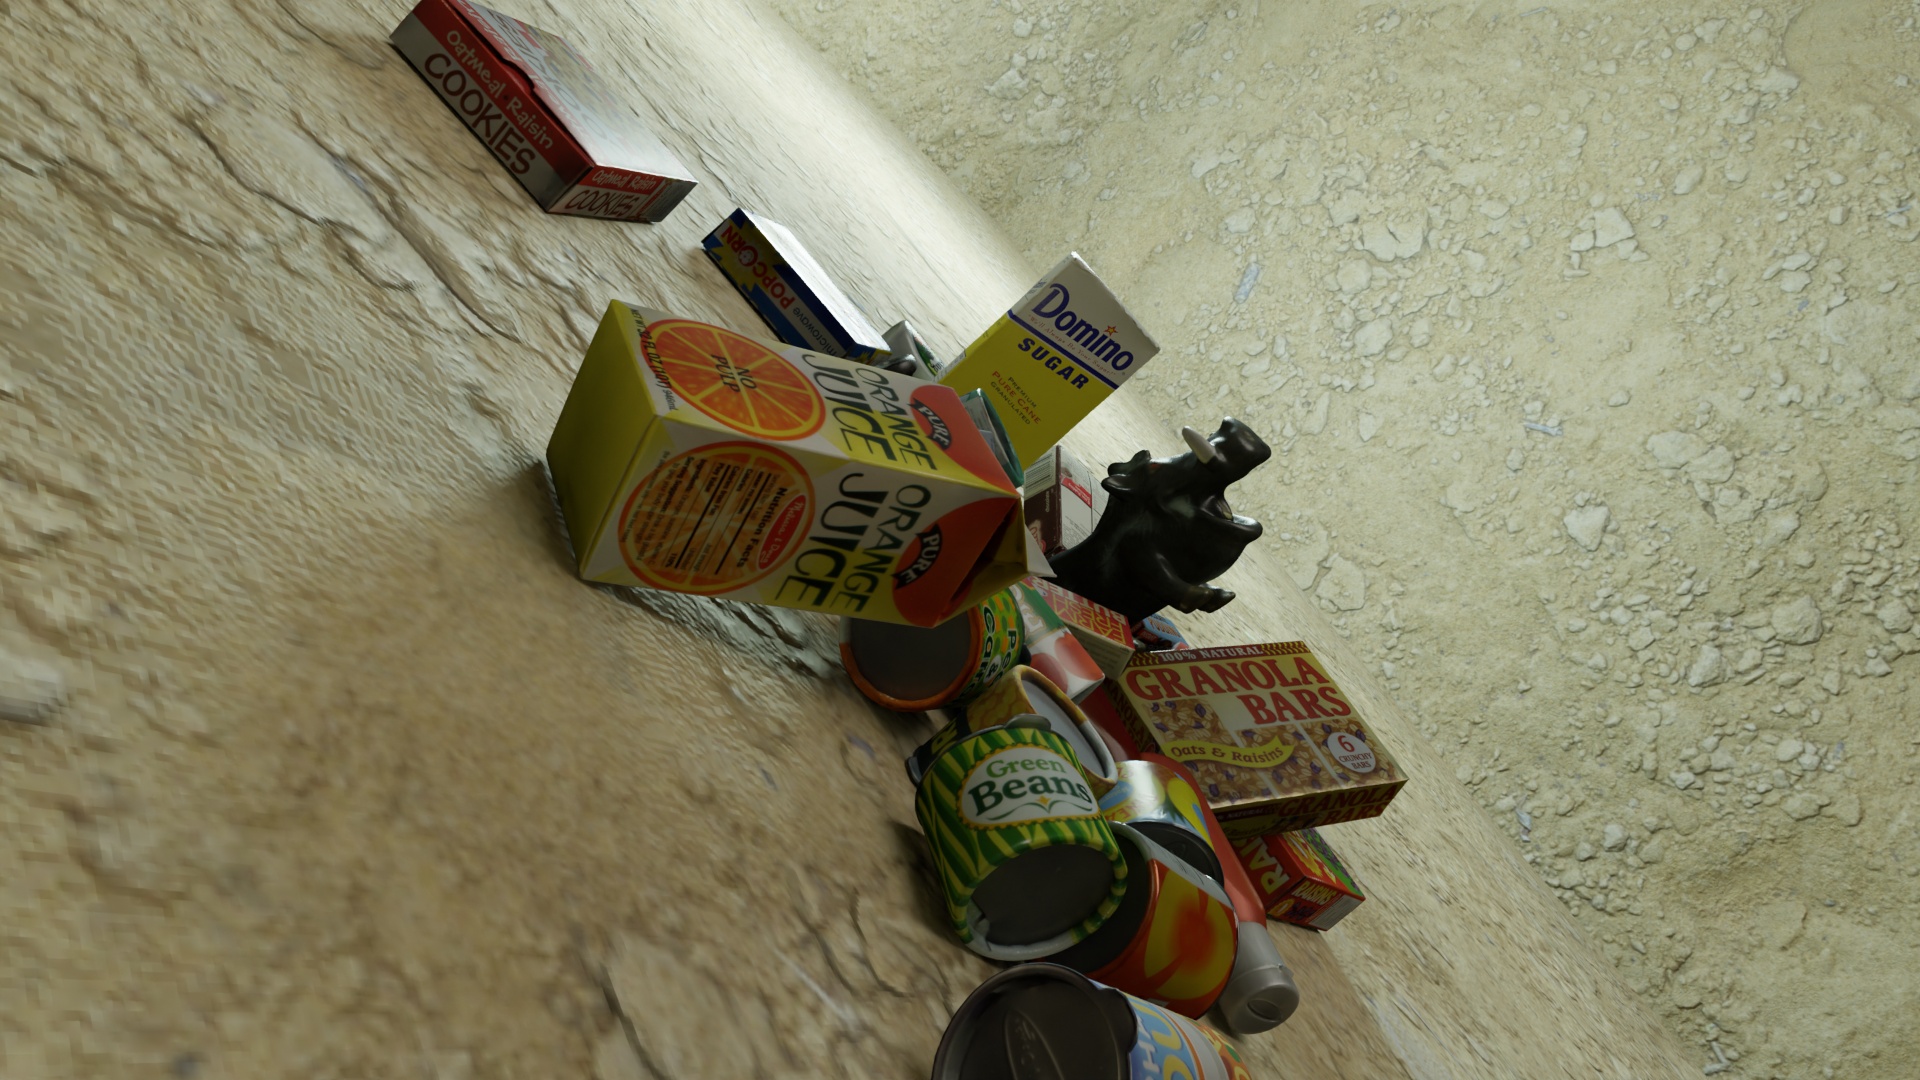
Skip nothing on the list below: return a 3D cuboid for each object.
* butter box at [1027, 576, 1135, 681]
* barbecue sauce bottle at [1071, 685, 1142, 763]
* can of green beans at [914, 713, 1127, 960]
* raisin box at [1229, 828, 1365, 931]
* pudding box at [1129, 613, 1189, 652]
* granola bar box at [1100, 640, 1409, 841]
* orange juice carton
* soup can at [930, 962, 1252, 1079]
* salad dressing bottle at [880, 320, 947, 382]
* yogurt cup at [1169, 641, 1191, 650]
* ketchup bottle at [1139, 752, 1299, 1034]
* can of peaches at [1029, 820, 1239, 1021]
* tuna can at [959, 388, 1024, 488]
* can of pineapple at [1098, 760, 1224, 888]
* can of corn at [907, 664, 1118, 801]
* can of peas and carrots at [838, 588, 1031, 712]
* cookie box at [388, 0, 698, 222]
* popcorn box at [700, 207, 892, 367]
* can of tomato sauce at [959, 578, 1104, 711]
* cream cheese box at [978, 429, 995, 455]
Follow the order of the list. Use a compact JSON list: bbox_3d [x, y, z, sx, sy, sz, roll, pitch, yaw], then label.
[{"bbox_3d":[0.051,0.044,0.820,0.103,0.024,0.053,24,18,-9],"label":"butter box"},{"bbox_3d":[0.063,0.103,0.717,0.065,0.043,0.149,34,20,-43],"label":"barbecue sauce bottle"},{"bbox_3d":[0.022,0.111,0.513,0.071,0.071,0.058,38,16,-36],"label":"can of green beans"},{"bbox_3d":[0.203,0.200,0.891,0.123,0.040,0.086,32,21,-53],"label":"raisin box"},{"bbox_3d":[0.121,0.072,0.976,0.083,0.049,0.030,27,25,-57],"label":"pudding box"},{"bbox_3d":[0.175,0.122,0.857,0.166,0.038,0.125,-1,42,-30],"label":"granola bar box"},{"bbox_3d":[-0.049,-0.022,0.529,0.193,0.072,0.072,10,34,-36],"label":"orange juice carton"},{"bbox_3d":[0.044,0.167,0.414,0.083,0.071,0.071,35,18,-43],"label":"soup can"},{"bbox_3d":[-0.010,-0.103,1.076,0.147,0.044,0.064,46,13,-17],"label":"salad dressing bottle"},{"bbox_3d":[0.153,0.107,0.950,0.054,0.072,0.072,41,12,7],"label":"yogurt cup"},{"bbox_3d":[0.122,0.174,0.698,0.064,0.043,0.149,38,17,-34],"label":"ketchup bottle"},{"bbox_3d":[0.064,0.152,0.539,0.058,0.071,0.071,39,16,-35],"label":"can of peaches"},{"bbox_3d":[0.012,-0.056,0.849,0.071,0.033,0.071,62,10,-19],"label":"tuna can"},{"bbox_3d":[0.078,0.137,0.614,0.071,0.071,0.058,45,12,-13],"label":"can of pineapple"},{"bbox_3d":[0.022,0.093,0.583,0.071,0.058,0.071,45,13,-13],"label":"can of corn"},{"bbox_3d":[-0.010,0.042,0.607,0.071,0.071,0.059,52,14,16],"label":"can of peas and carrots"},{"bbox_3d":[-0.229,-0.242,0.791,0.123,0.040,0.168,47,13,-2],"label":"cookie box"},{"bbox_3d":[-0.109,-0.165,0.951,0.127,0.038,0.085,49,14,7],"label":"popcorn box"},{"bbox_3d":[0.019,0.053,0.669,0.083,0.071,0.071,51,13,12],"label":"can of tomato sauce"},{"bbox_3d":[0.003,-0.009,0.752,0.053,0.024,0.104,4,73,-56],"label":"cream cheese box"}]
